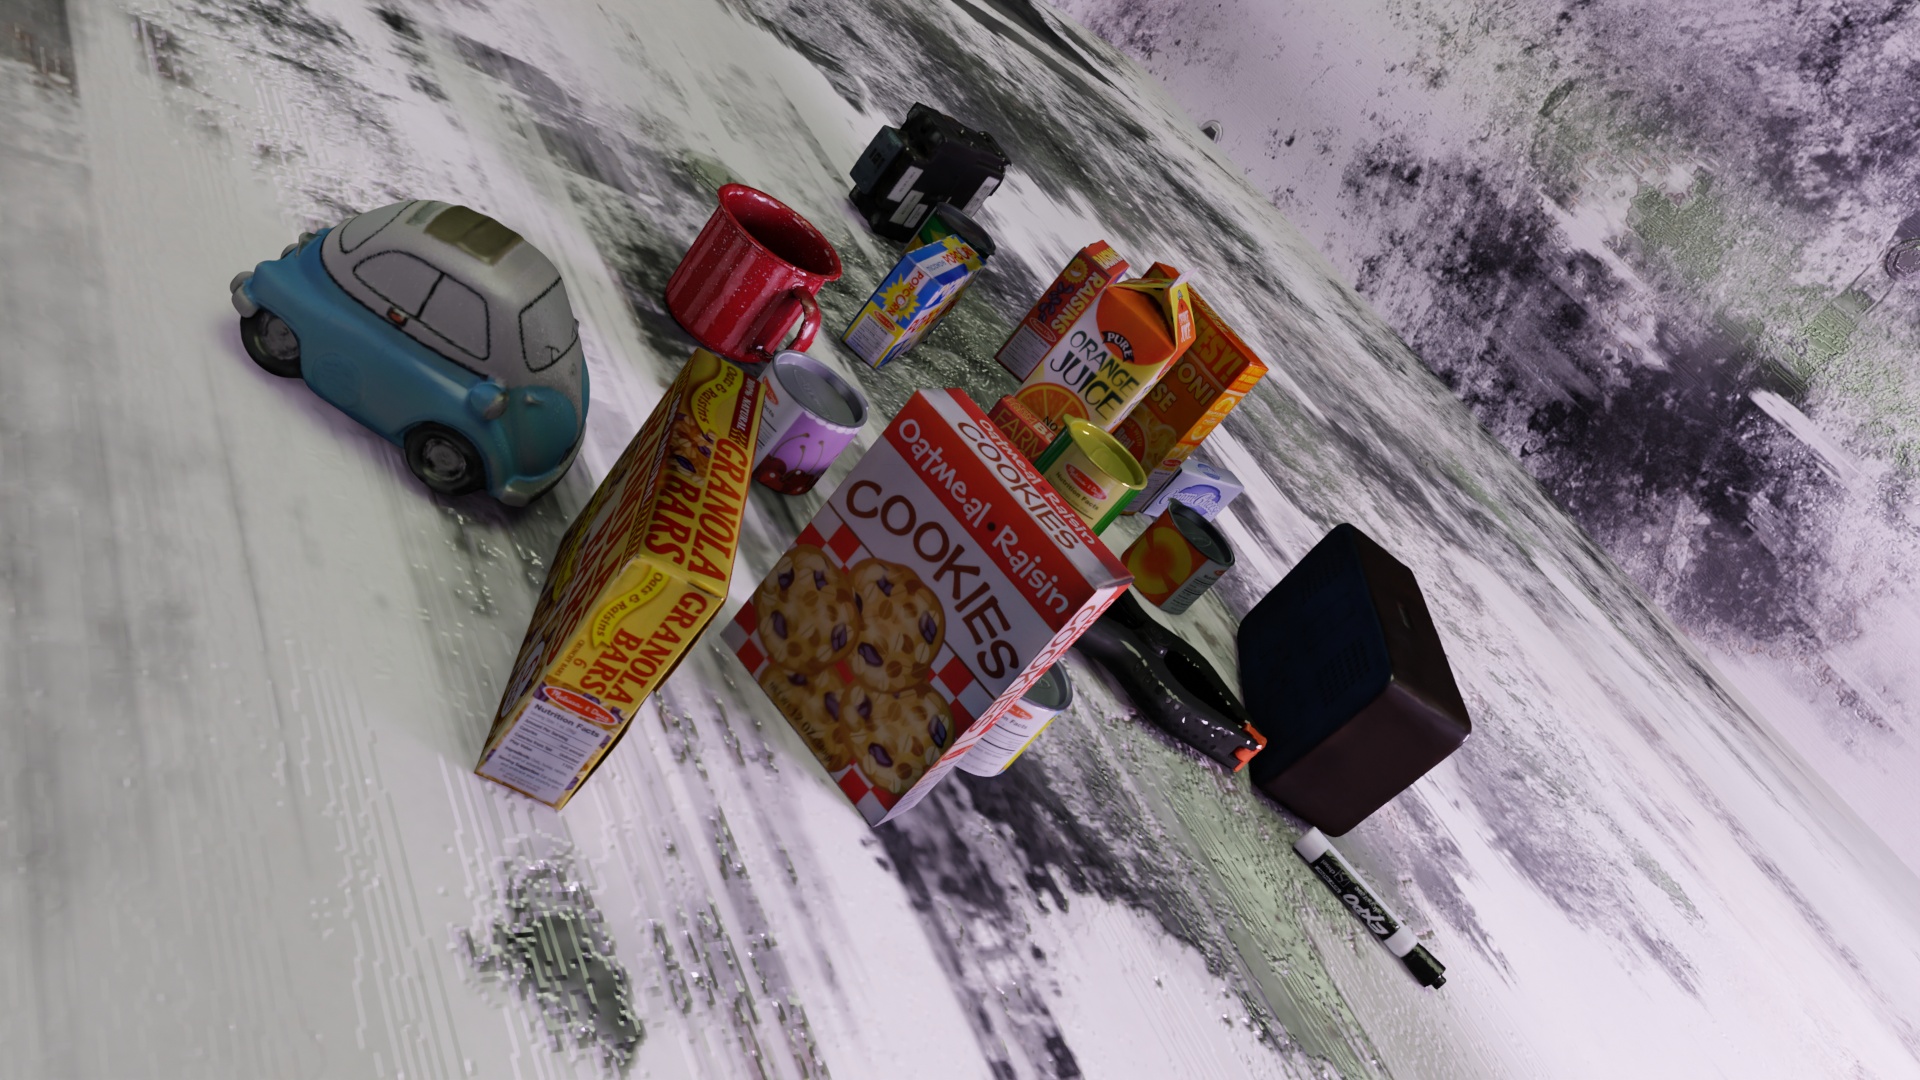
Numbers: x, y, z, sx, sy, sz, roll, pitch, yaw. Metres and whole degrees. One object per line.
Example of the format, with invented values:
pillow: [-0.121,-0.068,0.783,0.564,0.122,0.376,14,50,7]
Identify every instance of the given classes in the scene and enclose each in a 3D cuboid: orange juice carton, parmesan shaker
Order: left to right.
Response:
parmesan shaker: [0.063,-0.024,0.920,0.071,0.102,0.071,32,26,-18]
orange juice carton: [0.112,-0.133,1.060,0.073,0.192,0.072,44,25,6]

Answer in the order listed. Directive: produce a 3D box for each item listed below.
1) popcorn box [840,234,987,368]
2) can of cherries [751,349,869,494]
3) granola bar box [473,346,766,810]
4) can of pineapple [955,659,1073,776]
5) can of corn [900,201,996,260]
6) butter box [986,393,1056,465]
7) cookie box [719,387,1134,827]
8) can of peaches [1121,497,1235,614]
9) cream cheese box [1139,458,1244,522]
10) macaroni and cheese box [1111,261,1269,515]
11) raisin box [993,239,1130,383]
popcorn box: [-0.034,-0.185,1.065,0.038,0.085,0.127,41,25,0]
can of cherries: [-0.096,-0.069,0.821,0.071,0.058,0.072,32,26,-18]
granola bar box: [-0.133,0.010,0.566,0.039,0.123,0.166,31,27,-20]
can of pineapple: [0.017,0.081,0.737,0.071,0.057,0.071,32,26,-18]
can of corn: [-0.010,-0.259,1.251,0.071,0.058,0.071,32,26,-18]
butter box: [0.054,-0.054,1.015,0.103,0.053,0.024,43,25,5]
cookie box: [-0.020,0.030,0.639,0.123,0.166,0.040,49,26,17]
can of peaches: [0.163,0.012,1.054,0.071,0.058,0.071,32,26,-18]
cream cheese box: [0.195,-0.042,1.192,0.104,0.053,0.024,10,39,-48]
macaroni and cheese box: [0.149,-0.122,1.123,0.040,0.165,0.124,2,45,-54]
raisin box: [0.090,-0.203,1.223,0.040,0.123,0.086,42,25,2]
